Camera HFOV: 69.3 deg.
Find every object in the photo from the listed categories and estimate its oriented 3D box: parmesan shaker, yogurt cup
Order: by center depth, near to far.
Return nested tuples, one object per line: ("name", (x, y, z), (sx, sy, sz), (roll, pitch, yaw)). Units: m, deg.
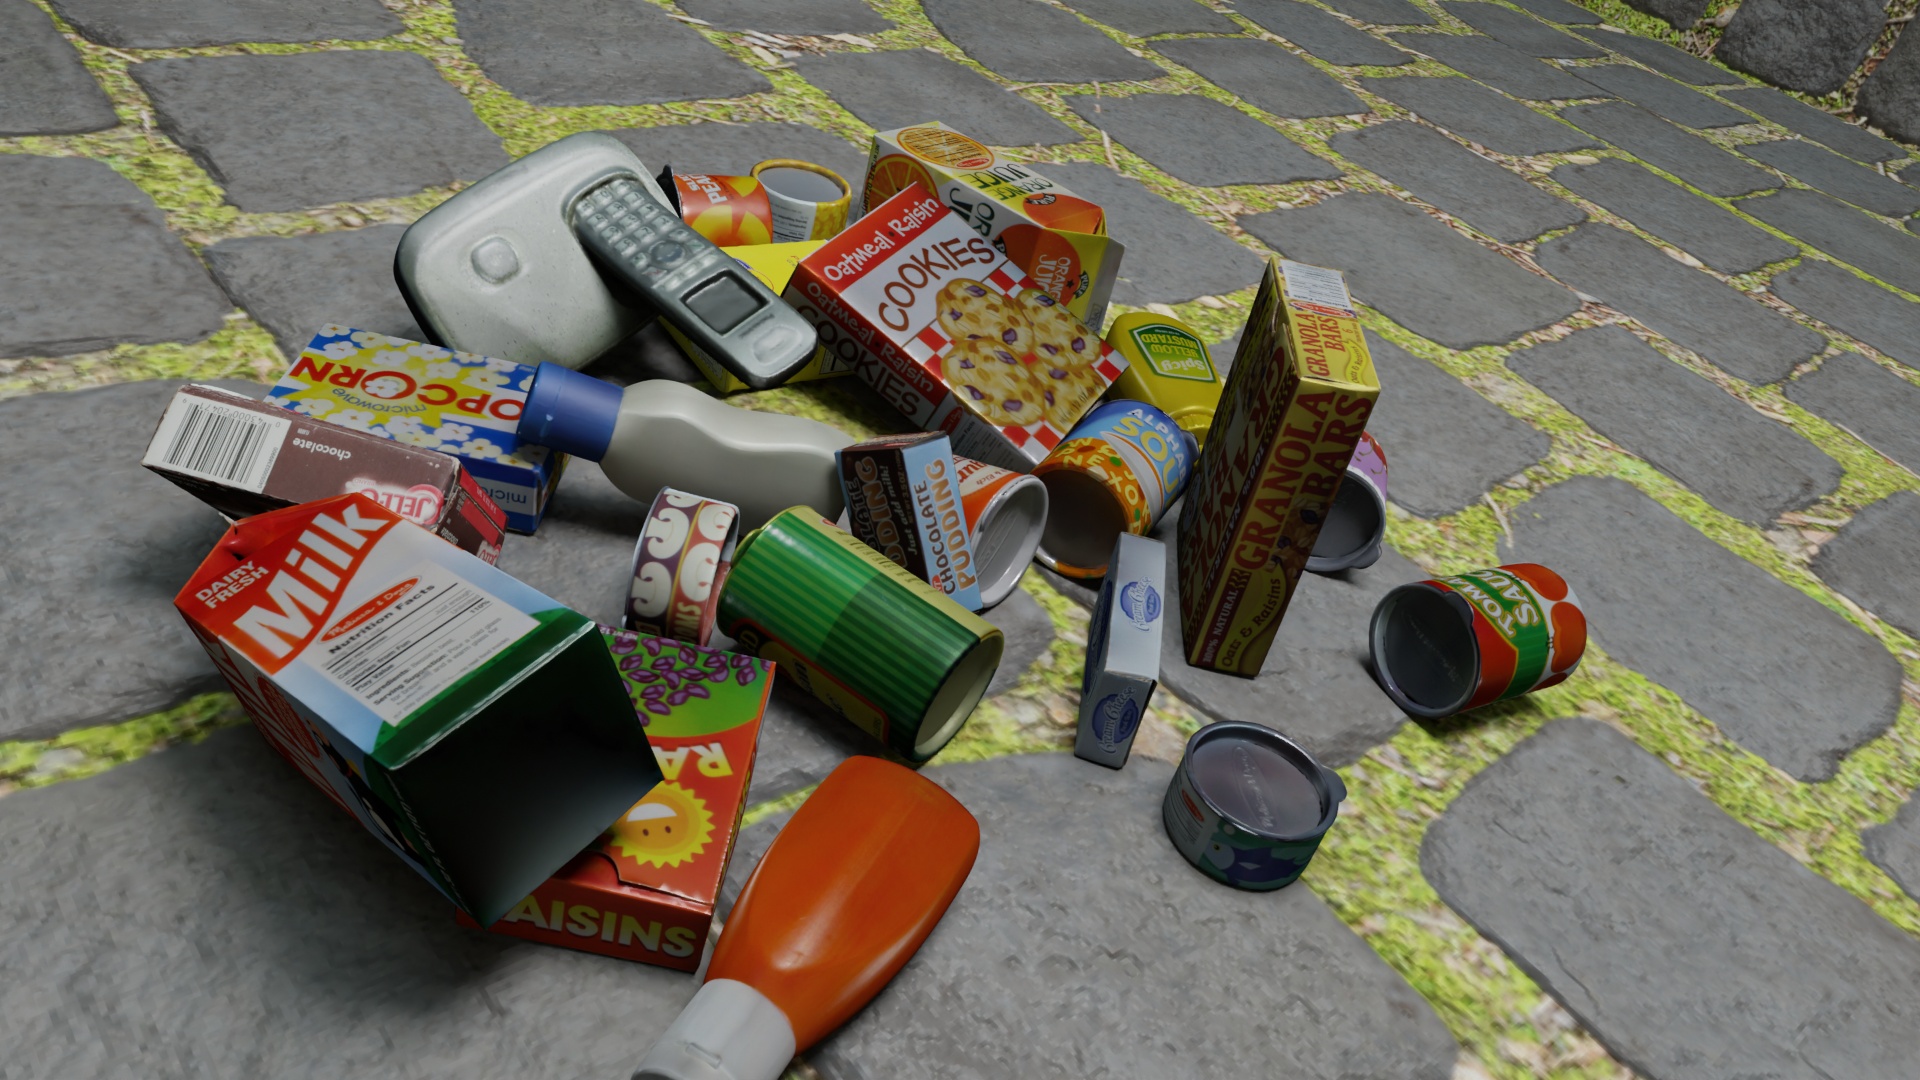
("parmesan shaker", (-0.042, 0.038, 0.579), (0.103, 0.071, 0.071), (32, 38, 20))
("yogurt cup", (0.002, -0.008, 0.667), (0.054, 0.072, 0.073), (26, 35, 26))

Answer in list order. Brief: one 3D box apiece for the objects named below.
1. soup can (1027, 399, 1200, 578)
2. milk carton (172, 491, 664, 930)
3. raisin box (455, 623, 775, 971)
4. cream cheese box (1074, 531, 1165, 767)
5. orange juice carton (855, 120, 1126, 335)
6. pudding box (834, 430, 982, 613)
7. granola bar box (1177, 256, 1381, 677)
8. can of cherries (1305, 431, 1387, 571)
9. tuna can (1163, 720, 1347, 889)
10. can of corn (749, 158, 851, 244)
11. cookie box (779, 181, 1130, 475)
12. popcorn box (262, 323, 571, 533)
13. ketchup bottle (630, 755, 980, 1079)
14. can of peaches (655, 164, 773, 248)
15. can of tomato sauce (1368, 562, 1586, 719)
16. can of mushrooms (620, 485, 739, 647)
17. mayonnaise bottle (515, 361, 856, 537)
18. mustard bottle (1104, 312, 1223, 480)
("soup can", (0.077, -0.028, 0.715), (0.071, 0.071, 0.084), (27, 37, 15))
("milk carton", (-0.194, 0.043, 0.468), (0.191, 0.072, 0.074), (21, 48, 37))
("raisin box", (-0.121, 0.088, 0.506), (0.086, 0.039, 0.124), (14, 36, -5))
("cream cheese box", (0.073, 0.047, 0.626), (0.024, 0.053, 0.104), (14, 35, 1))
("orange juice carton", (0.026, -0.209, 0.939), (0.193, 0.071, 0.073), (34, 39, 24))
("pudding box", (-0.024, -0.005, 0.624), (0.030, 0.083, 0.049), (-21, 15, -40))
("granola bar box", (0.147, -0.036, 0.673), (0.039, 0.164, 0.125), (12, 35, -2))
("can of cherries", (0.203, -0.024, 0.766), (0.071, 0.071, 0.059), (20, 34, 5))
("tuna can", (0.122, 0.110, 0.579), (0.071, 0.032, 0.071), (11, 36, -8))
("can of corn", (-0.106, -0.205, 0.892), (0.071, 0.058, 0.071), (11, 36, -8))
("cookie box", (-0.002, -0.115, 0.778), (0.167, 0.040, 0.123), (40, 45, 2))
("popcorn box", (-0.248, -0.053, 0.646), (0.127, 0.038, 0.085), (11, 37, -7))
("ketchup bottle", (-0.051, 0.135, 0.467), (0.065, 0.043, 0.149), (26, 37, 14))
("can of peaches", (-0.152, -0.191, 0.844), (0.058, 0.071, 0.071), (-5, 41, -29))
("can of tomato sauce", (0.257, 0.046, 0.687), (0.083, 0.070, 0.071), (-8, 42, -31))
("can of mushrooms", (-0.118, 0.015, 0.585), (0.033, 0.070, 0.071), (14, 35, -4))
("mayonnaise bottle", (-0.124, -0.041, 0.635), (0.148, 0.064, 0.041), (19, 32, -21))
("mustard bottle", (0.128, -0.079, 0.822), (0.065, 0.048, 0.161), (4, 37, -14))
